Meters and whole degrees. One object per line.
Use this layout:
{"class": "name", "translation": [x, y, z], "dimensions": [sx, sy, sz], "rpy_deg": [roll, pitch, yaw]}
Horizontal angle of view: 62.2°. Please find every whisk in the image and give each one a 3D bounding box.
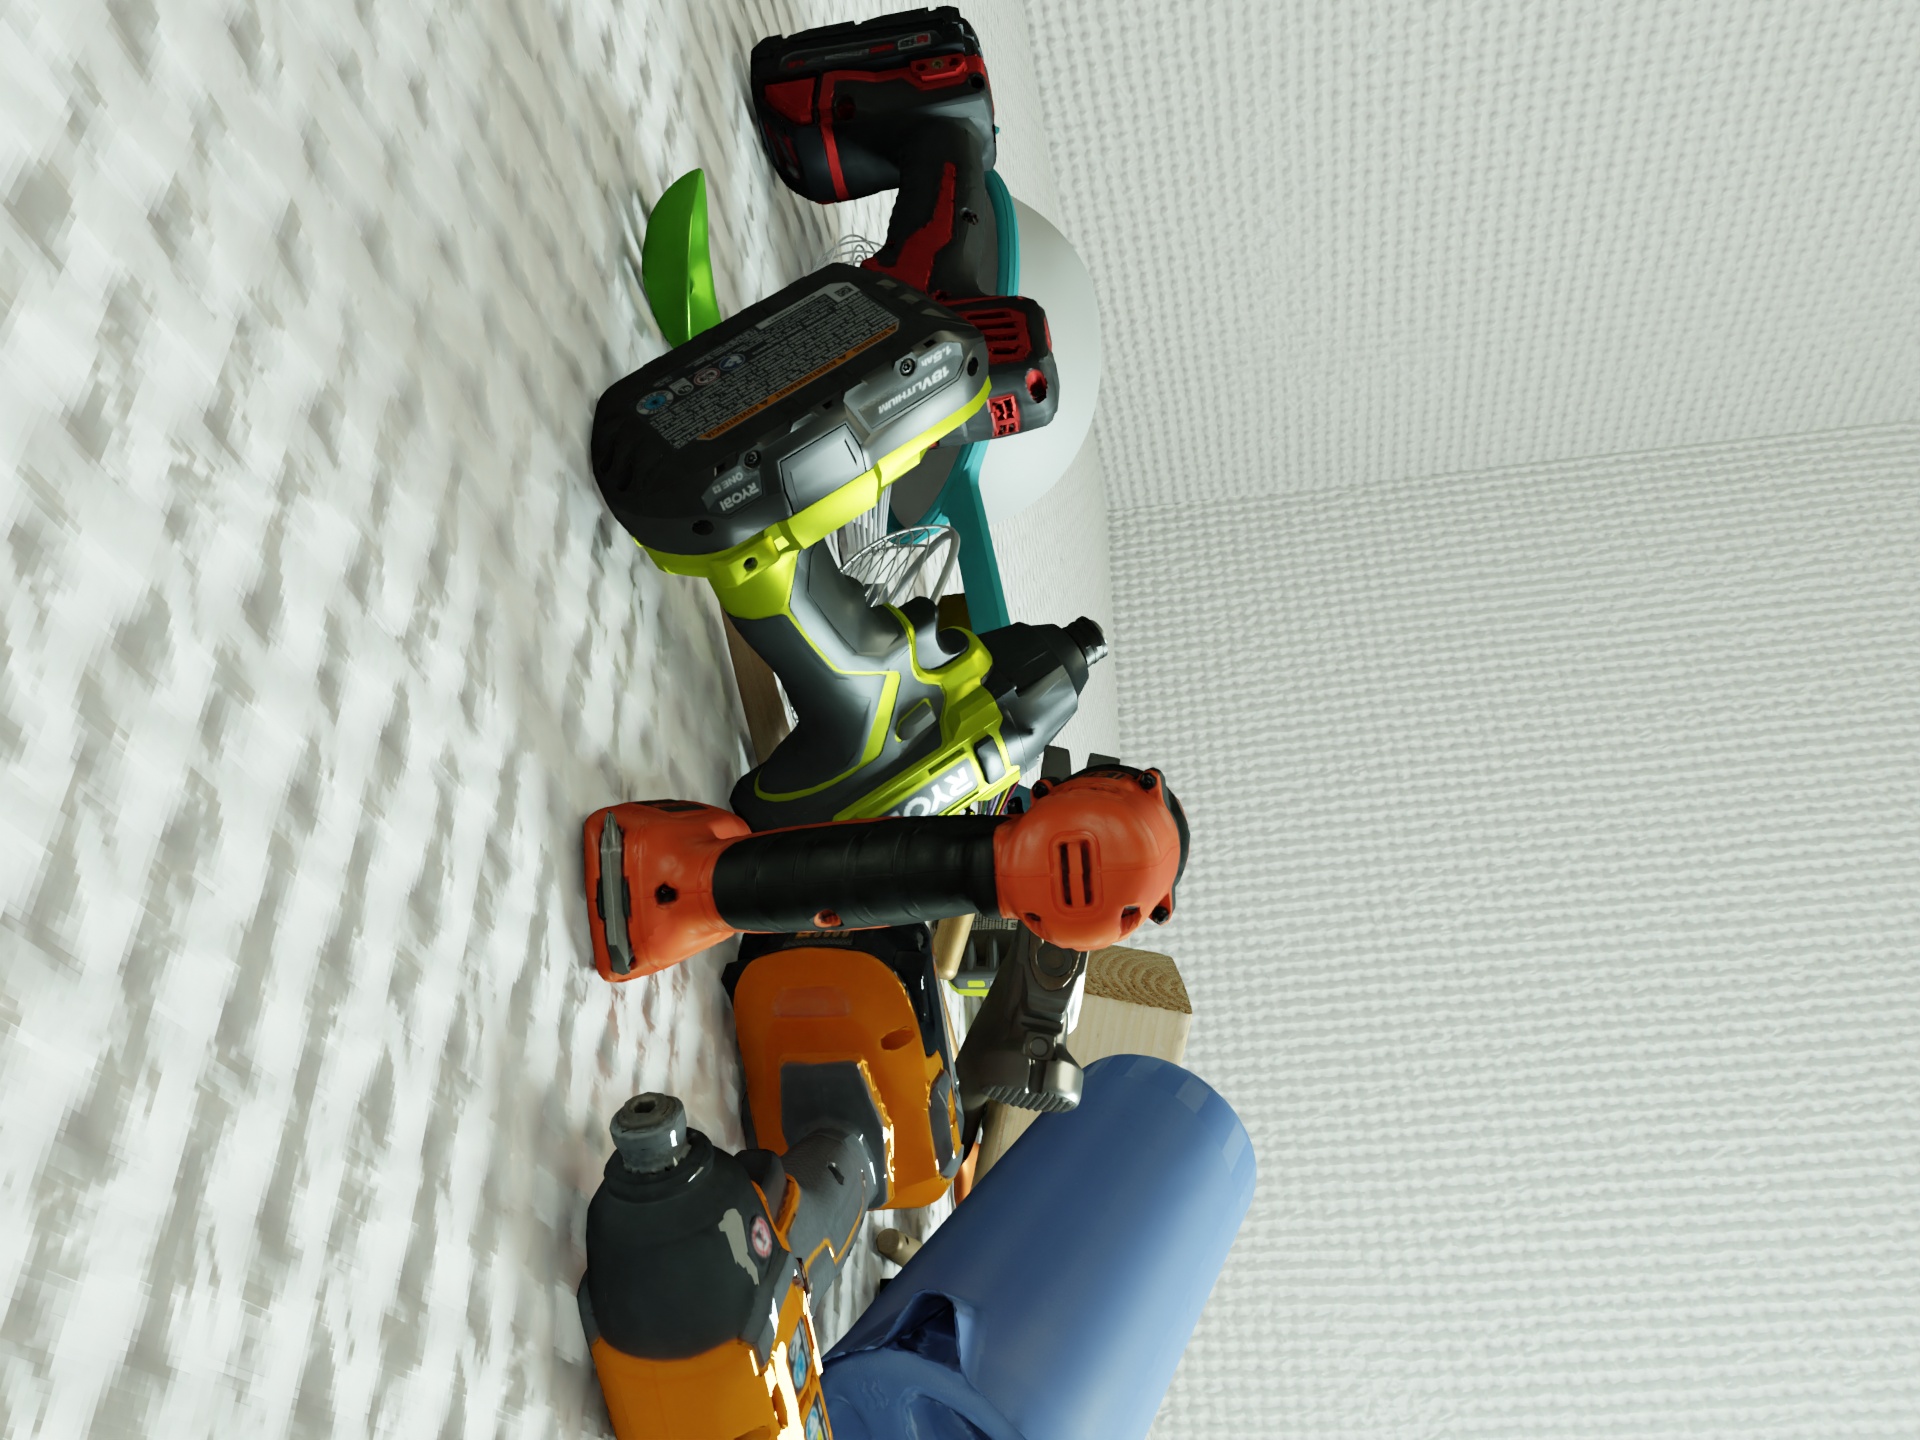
{"class": "whisk", "translation": [0.020, 0.053, 1.058], "dimensions": [0.051, 0.047, 0.245], "rpy_deg": [53, 52, -64]}
{"class": "whisk", "translation": [-0.050, -0.114, 0.852], "dimensions": [0.070, 0.070, 0.284], "rpy_deg": [-40, 129, -79]}

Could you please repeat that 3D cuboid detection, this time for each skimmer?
{"class": "skimmer", "translation": [-0.018, 0.062, 0.825], "dimensions": [0.127, 0.090, 0.362], "rpy_deg": [-74, 159, -45]}

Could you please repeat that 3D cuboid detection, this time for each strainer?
{"class": "strainer", "translation": [0.030, -0.145, 0.860], "dimensions": [0.211, 0.095, 0.341], "rpy_deg": [122, -33, -46]}

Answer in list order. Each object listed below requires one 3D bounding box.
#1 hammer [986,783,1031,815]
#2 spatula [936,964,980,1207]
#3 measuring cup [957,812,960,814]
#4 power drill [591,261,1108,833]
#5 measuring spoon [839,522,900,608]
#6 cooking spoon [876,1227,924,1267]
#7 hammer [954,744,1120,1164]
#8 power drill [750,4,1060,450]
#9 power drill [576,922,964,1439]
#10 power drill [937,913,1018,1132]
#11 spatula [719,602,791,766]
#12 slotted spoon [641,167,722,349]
{"class": "hammer", "translation": [0.067, 0.069, 1.167], "dimensions": [0.331, 0.033, 0.128], "rpy_deg": [-172, -116, -77]}
{"class": "spatula", "translation": [0.001, 0.222, 1.005], "dimensions": [0.081, 0.041, 0.322], "rpy_deg": [-46, 133, -44]}
{"class": "measuring cup", "translation": [0.001, 0.036, 0.983], "dimensions": [0.157, 0.029, 0.062], "rpy_deg": [-65, 156, -23]}
{"class": "power drill", "translation": [-0.031, -0.048, 0.605], "dimensions": [0.080, 0.171, 0.223], "rpy_deg": [44, -18, 43]}
{"class": "measuring spoon", "translation": [-0.040, -0.075, 0.940], "dimensions": [0.124, 0.018, 0.034], "rpy_deg": [56, 28, -52]}
{"class": "cooking spoon", "translation": [-0.008, 0.335, 0.958], "dimensions": [0.318, 0.017, 0.069], "rpy_deg": [67, 6, -62]}
{"class": "hammer", "translation": [0.017, 0.153, 0.794], "dimensions": [0.410, 0.038, 0.146], "rpy_deg": [105, -4, -65]}
{"class": "power drill", "translation": [-0.038, -0.224, 0.756], "dimensions": [0.078, 0.143, 0.220], "rpy_deg": [74, 7, -66]}
{"class": "power drill", "translation": [-0.061, 0.153, 0.547], "dimensions": [0.227, 0.084, 0.164], "rpy_deg": [-64, 147, -66]}
{"class": "power drill", "translation": [0.037, 0.214, 1.134], "dimensions": [0.191, 0.080, 0.228], "rpy_deg": [-82, 167, -54]}
{"class": "spatula", "translation": [-0.068, 0.074, 0.734], "dimensions": [0.060, 0.018, 0.315], "rpy_deg": [-85, 167, -53]}
{"class": "slotted spoon", "translation": [-0.087, -0.108, 0.705], "dimensions": [0.313, 0.031, 0.070], "rpy_deg": [74, 14, -56]}
